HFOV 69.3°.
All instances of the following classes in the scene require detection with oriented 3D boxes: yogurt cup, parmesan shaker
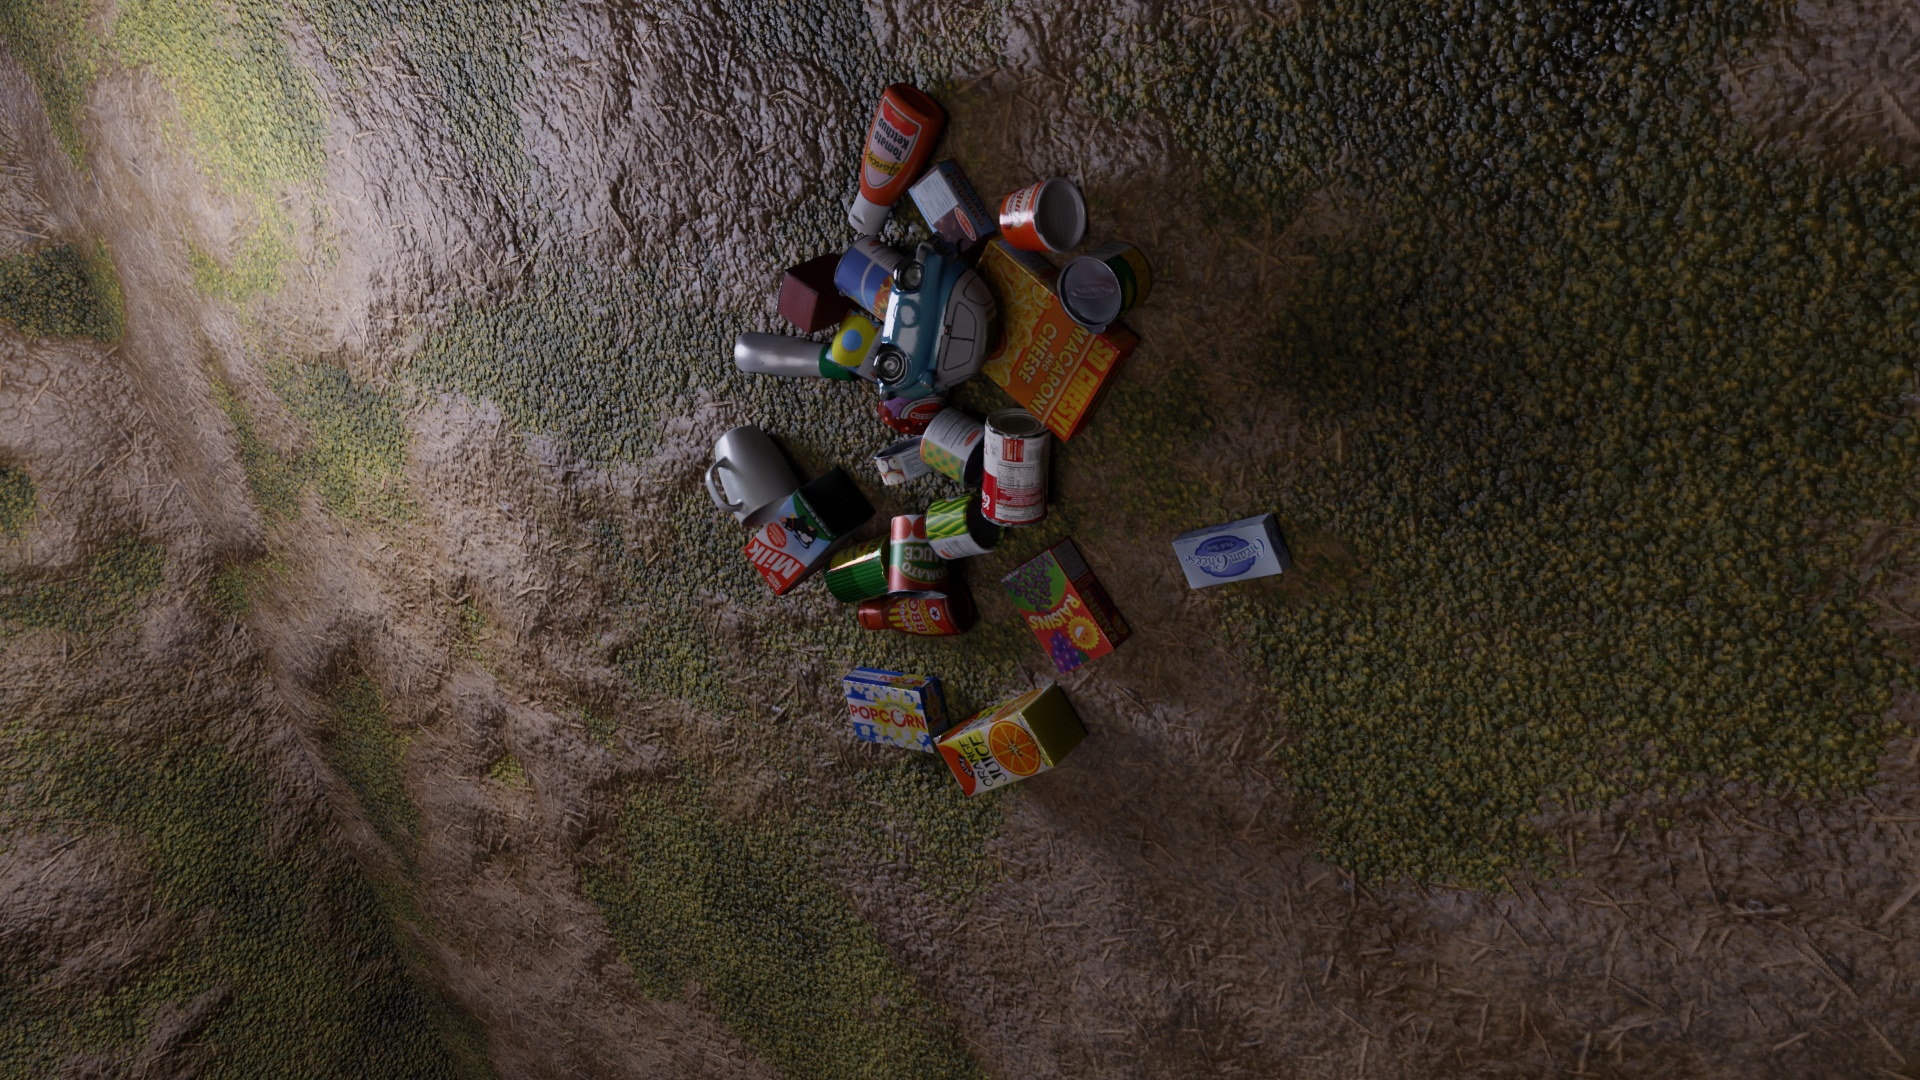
[{"bbox_3d":[0.073,-0.293,1.259,0.054,0.073,0.072,6,117,46],"label":"yogurt cup"},{"bbox_3d":[-0.100,0.032,1.573,0.103,0.071,0.071,-17,101,44],"label":"parmesan shaker"}]

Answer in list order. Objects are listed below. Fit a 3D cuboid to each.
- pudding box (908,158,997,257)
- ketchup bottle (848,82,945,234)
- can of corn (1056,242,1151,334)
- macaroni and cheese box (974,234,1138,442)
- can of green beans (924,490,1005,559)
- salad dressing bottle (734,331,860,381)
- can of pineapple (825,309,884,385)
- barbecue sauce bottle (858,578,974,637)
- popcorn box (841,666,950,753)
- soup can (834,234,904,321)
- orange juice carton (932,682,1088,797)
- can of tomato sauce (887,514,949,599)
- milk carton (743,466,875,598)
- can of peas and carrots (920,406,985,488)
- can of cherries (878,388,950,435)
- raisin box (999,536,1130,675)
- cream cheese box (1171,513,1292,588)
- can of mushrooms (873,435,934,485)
[{"bbox_3d":[-0.008,-0.317,1.336,0.049,0.030,0.083,-29,93,44],"label":"pudding box"},{"bbox_3d":[-0.068,-0.366,1.349,0.065,0.044,0.148,43,134,14],"label":"ketchup bottle"},{"bbox_3d":[0.130,-0.228,1.250,0.071,0.058,0.070,19,124,31],"label":"can of corn"},{"bbox_3d":[0.075,-0.194,1.327,0.167,0.040,0.123,43,134,14],"label":"macaroni and cheese box"},{"bbox_3d":[0.005,-0.016,1.464,0.057,0.071,0.071,-12,105,42],"label":"can of green beans"},{"bbox_3d":[-0.176,-0.200,1.520,0.148,0.064,0.043,10,114,27],"label":"salad dressing bottle"},{"bbox_3d":[-0.100,-0.200,1.437,0.071,0.071,0.058,30,97,24],"label":"can of pineapple"},{"bbox_3d":[-0.053,0.080,1.580,0.148,0.044,0.064,-8,103,42],"label":"barbecue sauce bottle"},{"bbox_3d":[-0.077,0.202,1.671,0.126,0.038,0.085,4,115,38],"label":"popcorn box"},{"bbox_3d":[-0.075,-0.256,1.399,0.084,0.072,0.071,38,132,17],"label":"soup can"},{"bbox_3d":[0.044,0.230,1.562,0.192,0.073,0.072,-29,93,45],"label":"orange juice carton"},{"bbox_3d":[-0.043,0.018,1.499,0.071,0.071,0.083,-7,76,41],"label":"can of tomato sauce"},{"bbox_3d":[-0.188,0.000,1.627,0.072,0.074,0.189,52,135,4],"label":"milk carton"},{"bbox_3d":[0.001,-0.094,1.426,0.059,0.071,0.070,31,129,24],"label":"can of peas and carrots"},{"bbox_3d":[-0.046,-0.149,1.431,0.071,0.072,0.058,37,132,18],"label":"can of cherries"},{"bbox_3d":[0.109,0.069,1.445,0.085,0.040,0.123,-34,89,44],"label":"raisin box"},{"bbox_3d":[0.254,0.011,1.303,0.103,0.024,0.053,-14,105,43],"label":"cream cheese box"},{"bbox_3d":[-0.057,-0.086,1.478,0.071,0.071,0.033,-10,108,42],"label":"can of mushrooms"}]
